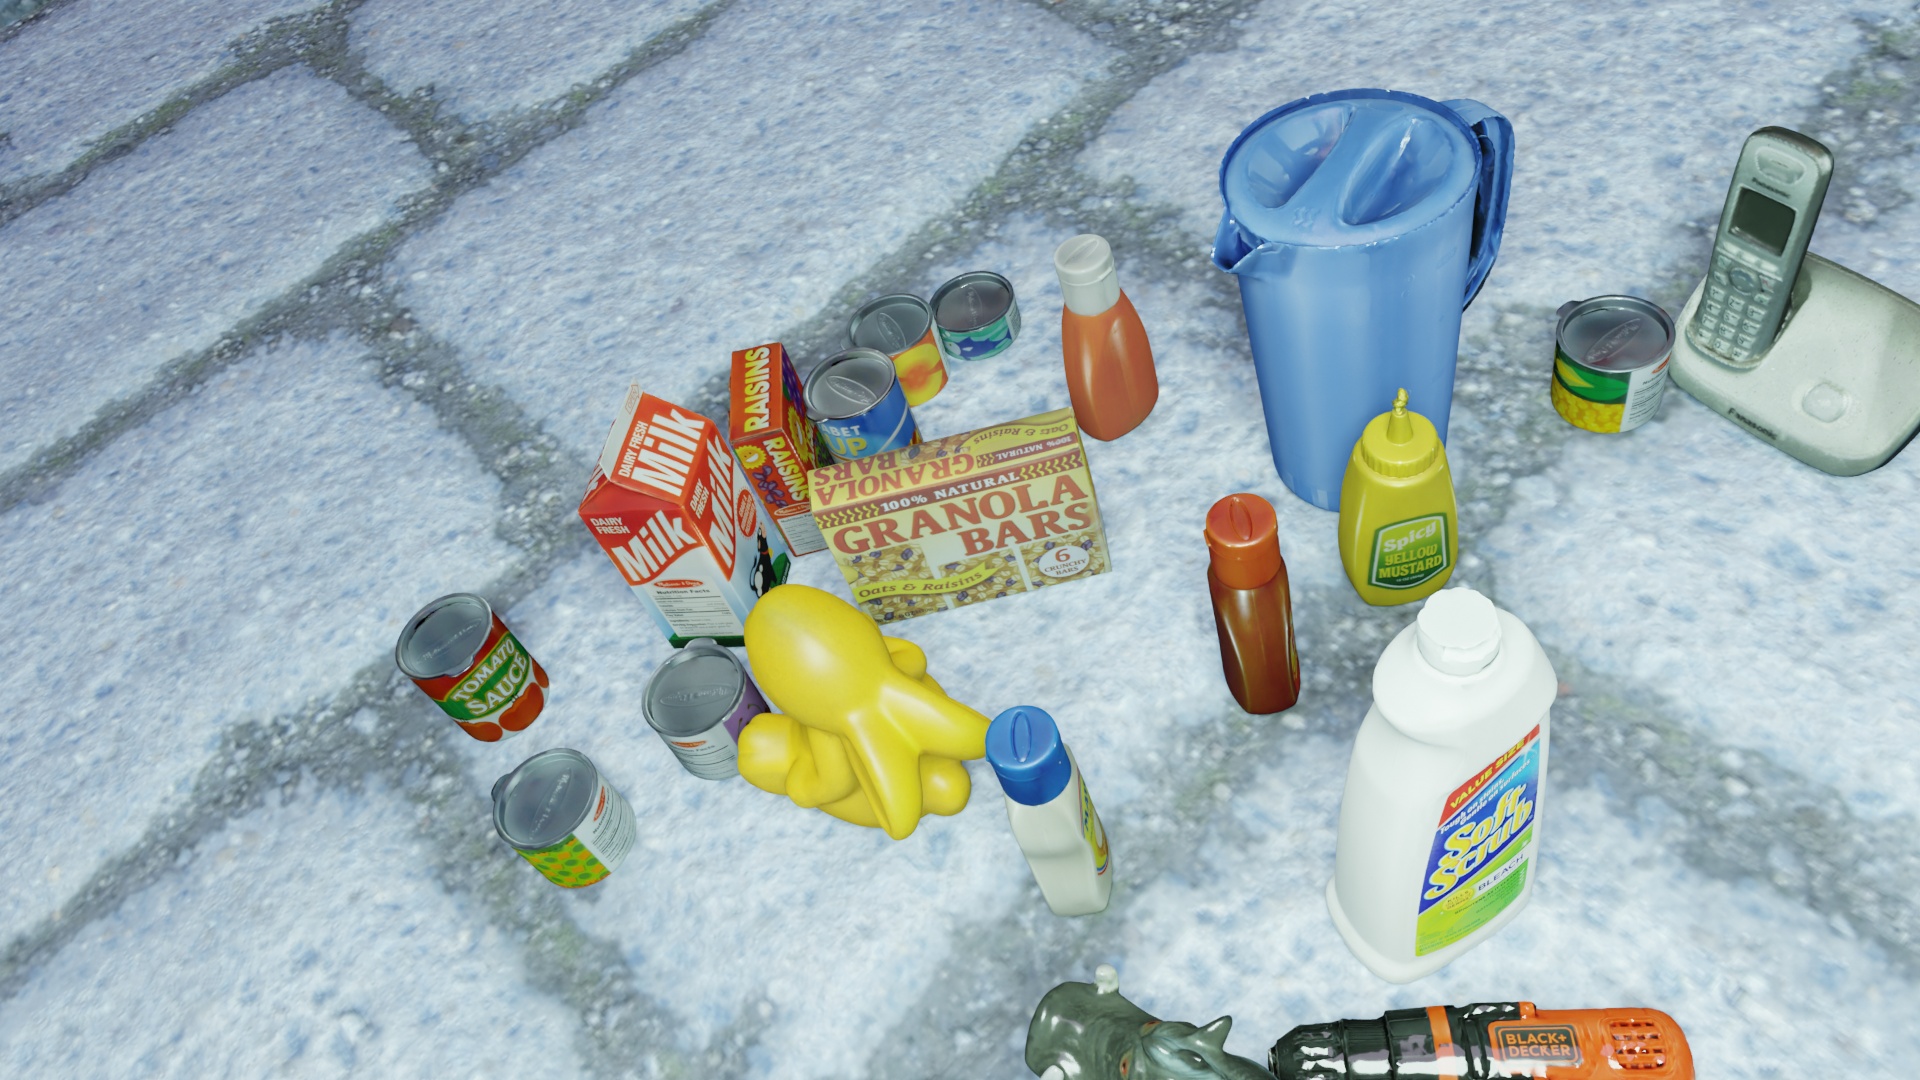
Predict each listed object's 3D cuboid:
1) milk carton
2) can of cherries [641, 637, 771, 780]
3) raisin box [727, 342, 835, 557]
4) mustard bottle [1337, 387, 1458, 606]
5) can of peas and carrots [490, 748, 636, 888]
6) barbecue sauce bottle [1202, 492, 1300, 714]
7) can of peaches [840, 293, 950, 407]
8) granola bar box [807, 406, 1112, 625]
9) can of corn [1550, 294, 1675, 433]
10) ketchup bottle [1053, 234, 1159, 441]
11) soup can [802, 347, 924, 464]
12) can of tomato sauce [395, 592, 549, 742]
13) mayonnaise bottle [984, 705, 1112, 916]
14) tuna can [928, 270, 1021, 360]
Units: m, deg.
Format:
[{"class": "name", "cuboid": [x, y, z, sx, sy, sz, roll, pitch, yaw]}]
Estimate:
[{"class": "milk carton", "cuboid": [-0.178, -0.013, 0.880, 0.073, 0.189, 0.073, -3, 52, 16]}, {"class": "can of cherries", "cuboid": [-0.155, 0.105, 0.864, 0.071, 0.058, 0.072, -9, 50, 11]}, {"class": "raisin box", "cuboid": [-0.118, -0.061, 0.944, 0.040, 0.122, 0.086, -13, 50, 8]}, {"class": "mustard bottle", "cuboid": [0.244, -0.025, 0.777, 0.065, 0.159, 0.049, -15, 50, 6]}, {"class": "can of peas and carrots", "cuboid": [-0.240, 0.168, 0.840, 0.071, 0.058, 0.071, -9, 50, 11]}, {"class": "barbecue sauce bottle", "cuboid": [0.160, 0.034, 0.764, 0.043, 0.148, 0.065, -13, 50, 8]}, {"class": "can of peaches", "cuboid": [-0.048, -0.139, 1.028, 0.071, 0.057, 0.071, -9, 50, 11]}, {"class": "granola bar box", "cuboid": [0.003, -0.011, 0.865, 0.165, 0.123, 0.039, -14, 50, 7]}, {"class": "can of corn", "cuboid": [0.402, -0.110, 0.864, 0.071, 0.058, 0.071, -9, 50, 11]}, {"class": "ketchup bottle", "cuboid": [0.094, -0.135, 0.920, 0.065, 0.148, 0.043, -43, 53, -18]}, {"class": "soup can", "cuboid": [-0.068, -0.081, 0.970, 0.071, 0.083, 0.072, -9, 50, 11]}, {"class": "can of tomato sauce", "cuboid": [-0.318, 0.086, 0.915, 0.071, 0.082, 0.071, -9, 50, 11]}, {"class": "mayonnaise bottle", "cuboid": [0.047, 0.138, 0.716, 0.041, 0.147, 0.065, -10, 50, 10]}, {"class": "tuna can", "cuboid": [0.009, -0.169, 1.051, 0.071, 0.032, 0.071, -9, 50, 11]}]
